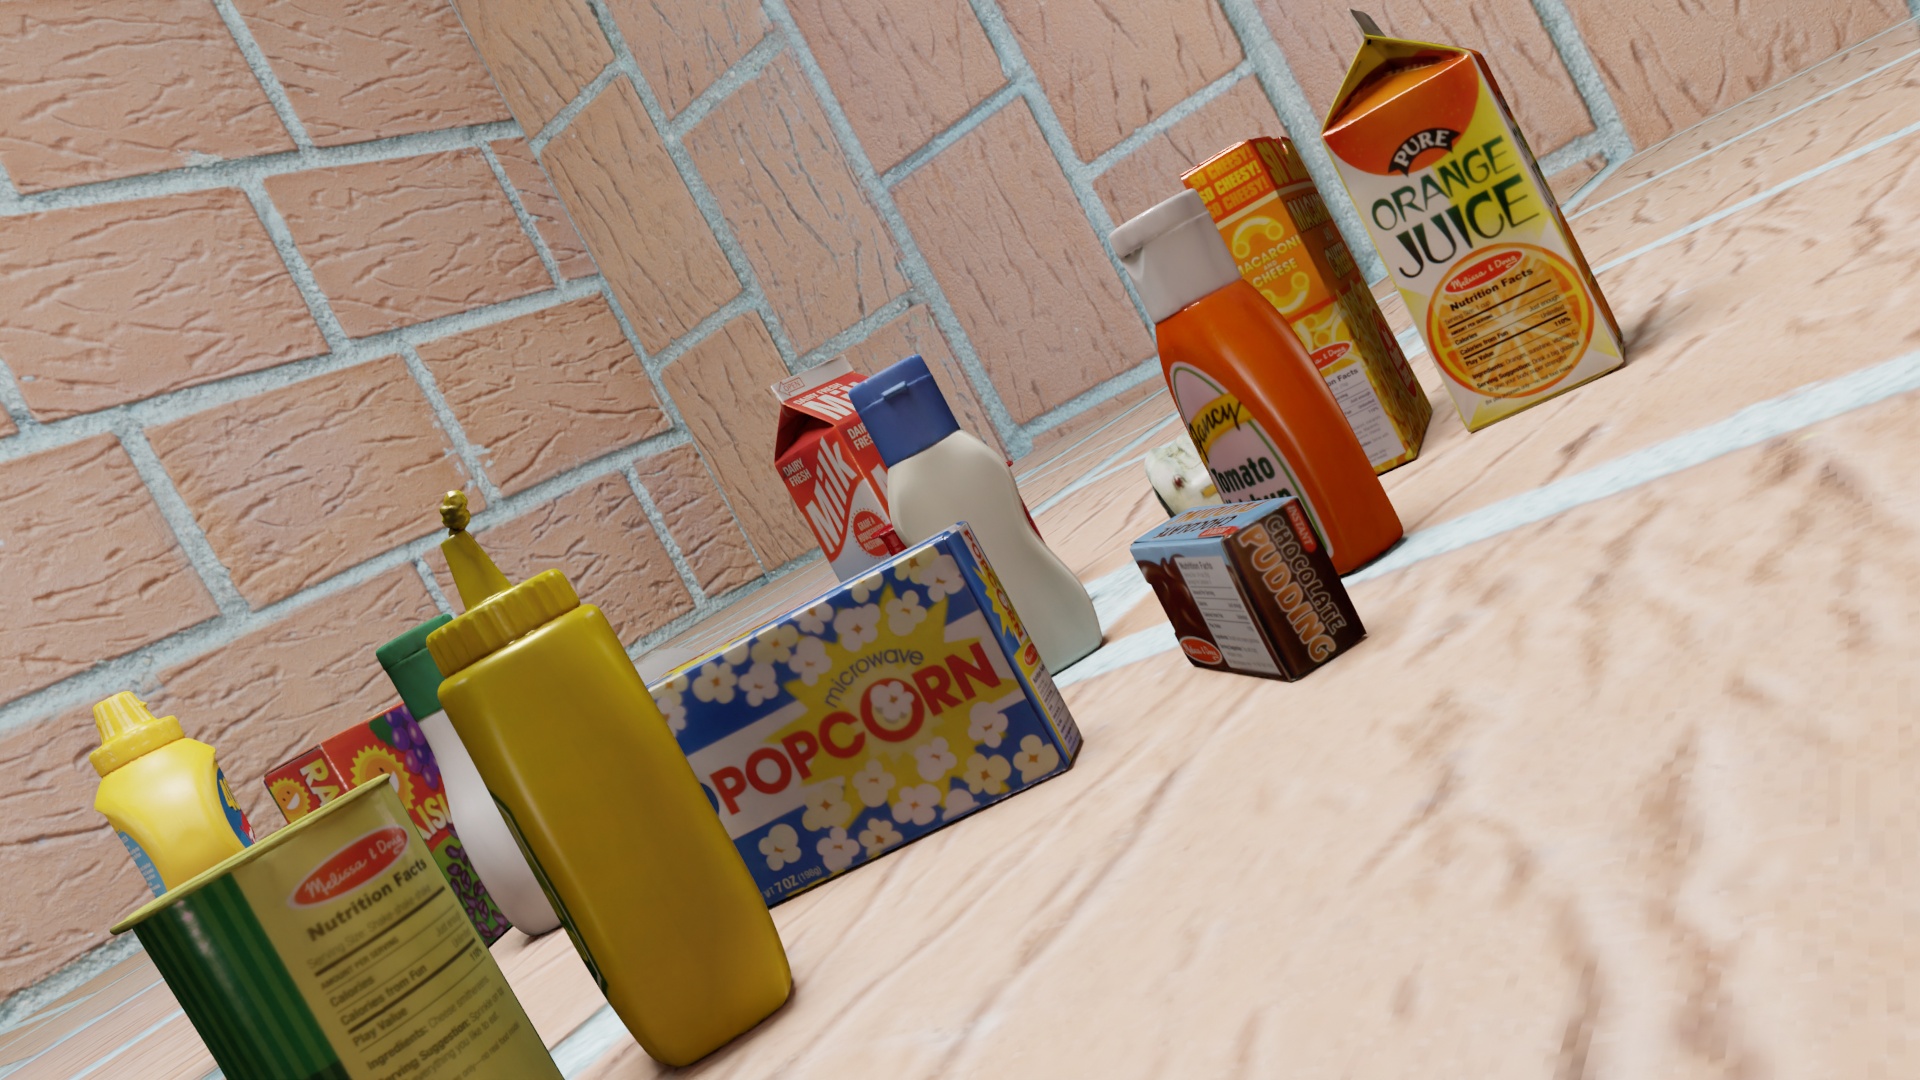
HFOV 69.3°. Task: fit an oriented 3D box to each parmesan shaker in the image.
[{"bbox_3d":[-0.152,0.121,0.349,0.071,0.103,0.071,-28,4,2],"label":"parmesan shaker"}]

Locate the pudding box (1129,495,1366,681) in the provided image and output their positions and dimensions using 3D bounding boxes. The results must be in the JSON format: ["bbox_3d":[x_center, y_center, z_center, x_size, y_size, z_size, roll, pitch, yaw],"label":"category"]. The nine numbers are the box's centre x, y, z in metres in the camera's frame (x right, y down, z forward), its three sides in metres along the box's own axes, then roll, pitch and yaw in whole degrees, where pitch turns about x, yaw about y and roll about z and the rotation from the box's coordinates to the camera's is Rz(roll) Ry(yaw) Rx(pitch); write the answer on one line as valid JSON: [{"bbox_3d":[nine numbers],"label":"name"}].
[{"bbox_3d":[0.089,0.015,0.446,0.030,0.049,0.083,-29,4,-12],"label":"pudding box"}]

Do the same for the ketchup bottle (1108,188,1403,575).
[{"bbox_3d":[0.106,-0.056,0.516,0.044,0.148,0.064,-30,4,-22],"label":"ketchup bottle"}]

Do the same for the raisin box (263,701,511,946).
[{"bbox_3d":[-0.265,0.144,0.669,0.040,0.123,0.086,-27,4,15],"label":"raisin box"}]

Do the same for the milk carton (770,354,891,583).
[{"bbox_3d":[-0.052,-0.027,0.898,0.073,0.190,0.073,-25,5,45],"label":"milk carton"}]

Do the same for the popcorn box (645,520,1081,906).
[{"bbox_3d":[-0.035,0.059,0.465,0.126,0.085,0.038,-27,4,13],"label":"popcorn box"}]

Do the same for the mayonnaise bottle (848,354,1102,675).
[{"bbox_3d":[0.002,-0.008,0.601,0.065,0.148,0.041,-28,4,-2],"label":"mayonnaise bottle"}]

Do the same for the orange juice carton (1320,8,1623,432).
[{"bbox_3d":[0.225,-0.155,0.633,0.073,0.192,0.072,-26,4,29],"label":"orange juice carton"}]

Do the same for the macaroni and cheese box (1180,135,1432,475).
[{"bbox_3d":[0.177,-0.119,0.691,0.040,0.166,0.124,-27,4,26],"label":"macaroni and cheese box"}]

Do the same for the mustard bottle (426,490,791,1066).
[{"bbox_3d":[-0.102,0.060,0.373,0.049,0.160,0.065,-30,4,-20],"label":"mustard bottle"}]

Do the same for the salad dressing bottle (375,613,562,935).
[{"bbox_3d":[-0.212,0.105,0.632,0.044,0.147,0.064,-27,4,17],"label":"salad dressing bottle"}]
